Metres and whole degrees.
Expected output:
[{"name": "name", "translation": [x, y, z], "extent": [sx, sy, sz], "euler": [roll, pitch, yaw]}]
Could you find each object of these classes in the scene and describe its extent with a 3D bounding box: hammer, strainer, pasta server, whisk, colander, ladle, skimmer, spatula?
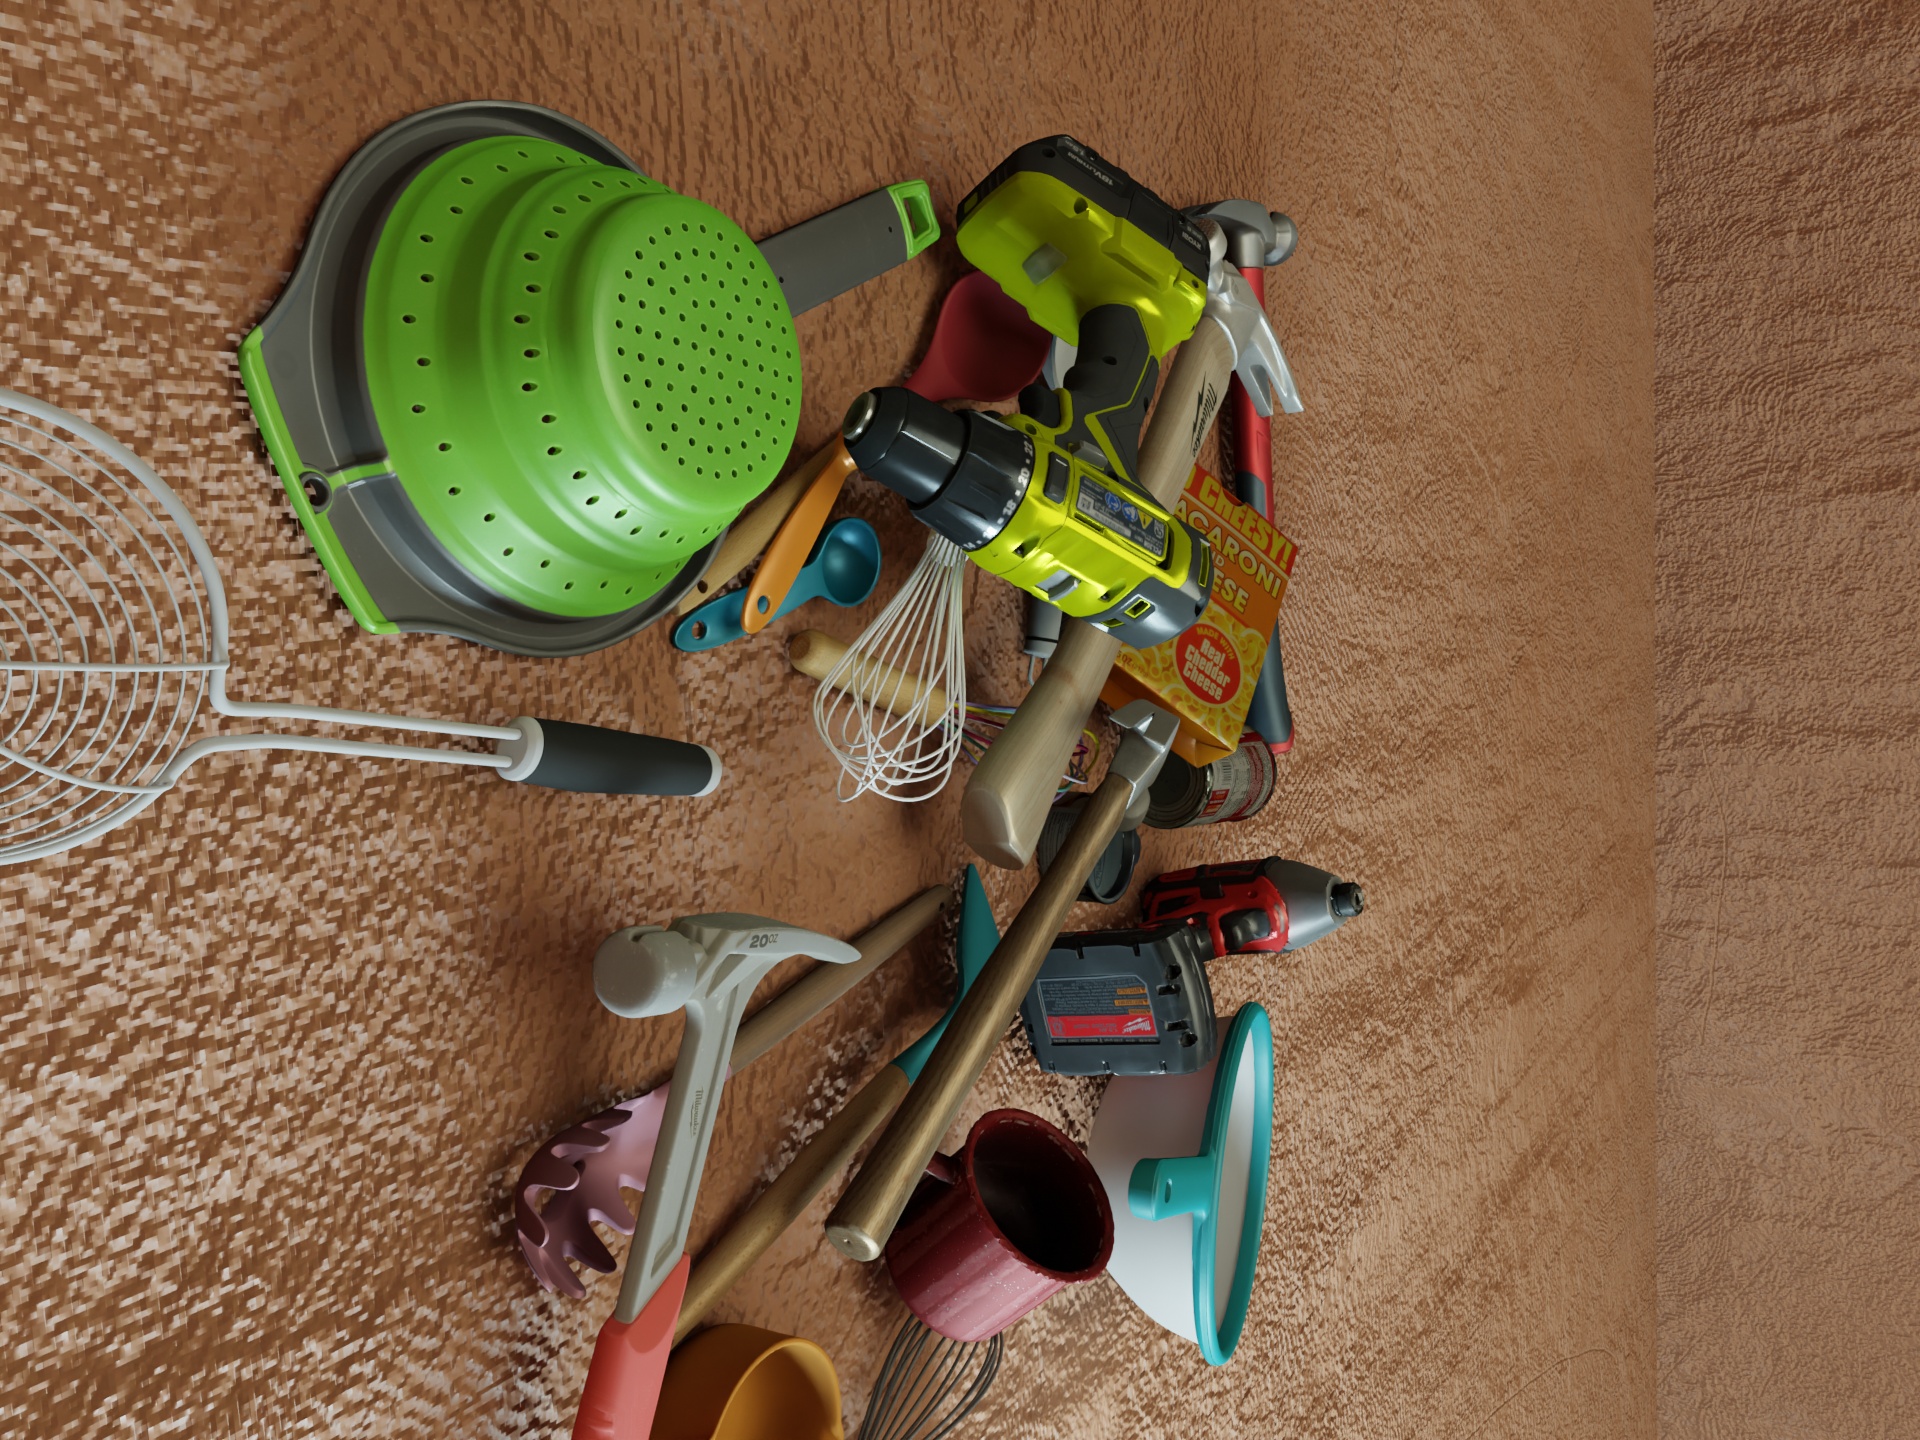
[{"name": "hammer", "translation": [0.200, -0.165, 1.120], "extent": [0.143, 0.038, 0.386], "euler": [-15, 104, -54]}, {"name": "strainer", "translation": [0.108, 0.257, 0.908], "extent": [0.340, 0.095, 0.211], "euler": [36, 60, -66]}, {"name": "hammer", "translation": [-0.123, 0.250, 0.603], "extent": [0.149, 0.037, 0.359], "euler": [17, 86, -66]}, {"name": "pasta server", "translation": [-0.084, 0.142, 0.704], "extent": [0.316, 0.040, 0.060], "euler": [-31, 130, -53]}, {"name": "hammer", "translation": [0.030, 0.114, 0.779], "extent": [0.331, 0.031, 0.130], "euler": [-55, 167, -35]}, {"name": "whisk", "translation": [-0.050, 0.369, 0.760], "extent": [0.239, 0.055, 0.055], "euler": [-46, 128, -40]}, {"name": "hammer", "translation": [0.100, -0.091, 0.888], "extent": [0.146, 0.038, 0.411], "euler": [50, 53, -38]}, {"name": "colander", "translation": [-0.085, -0.165, 0.636], "extent": [0.397, 0.094, 0.204], "euler": [-44, 124, -47]}, {"name": "ladle", "translation": [-0.043, -0.137, 0.766], "extent": [0.315, 0.031, 0.069], "euler": [-49, 119, -41]}, {"name": "whisk", "translation": [0.000, -0.004, 0.821], "extent": [0.244, 0.047, 0.051], "euler": [25, 57, -50]}, {"name": "strainer", "translation": [0.058, -0.147, 0.906], "extent": [0.086, 0.050, 0.258], "euler": [8, 90, -56]}, {"name": "whisk", "translation": [-0.012, -0.067, 0.763], "extent": [0.285, 0.070, 0.070], "euler": [-73, 146, -45]}, {"name": "skimmer", "translation": [-0.203, -0.009, 0.519], "extent": [0.127, 0.090, 0.363], "euler": [-63, 157, 6]}, {"name": "spatula", "translation": [-0.053, 0.188, 0.767], "extent": [0.317, 0.044, 0.082], "euler": [-41, 124, -42]}]

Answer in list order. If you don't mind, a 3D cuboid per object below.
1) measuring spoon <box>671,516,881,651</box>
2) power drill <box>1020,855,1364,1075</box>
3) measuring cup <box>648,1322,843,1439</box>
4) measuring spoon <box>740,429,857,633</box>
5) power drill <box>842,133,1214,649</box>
[{"name": "measuring spoon", "translation": [-0.086, -0.059, 0.719], "extent": [0.128, 0.021, 0.042], "euler": [-30, 122, -42]}, {"name": "power drill", "translation": [0.141, 0.135, 0.948], "extent": [0.219, 0.143, 0.078], "euler": [-19, 98, -52]}, {"name": "measuring cup", "translation": [-0.105, 0.343, 0.667], "extent": [0.095, 0.052, 0.174], "euler": [28, 70, -53]}, {"name": "measuring spoon", "translation": [-0.067, -0.085, 0.707], "extent": [0.021, 0.011, 0.117], "euler": [53, 53, -43]}, {"name": "power drill", "translation": [0.041, -0.166, 0.768], "extent": [0.190, 0.080, 0.229], "euler": [26, 57, -28]}]
